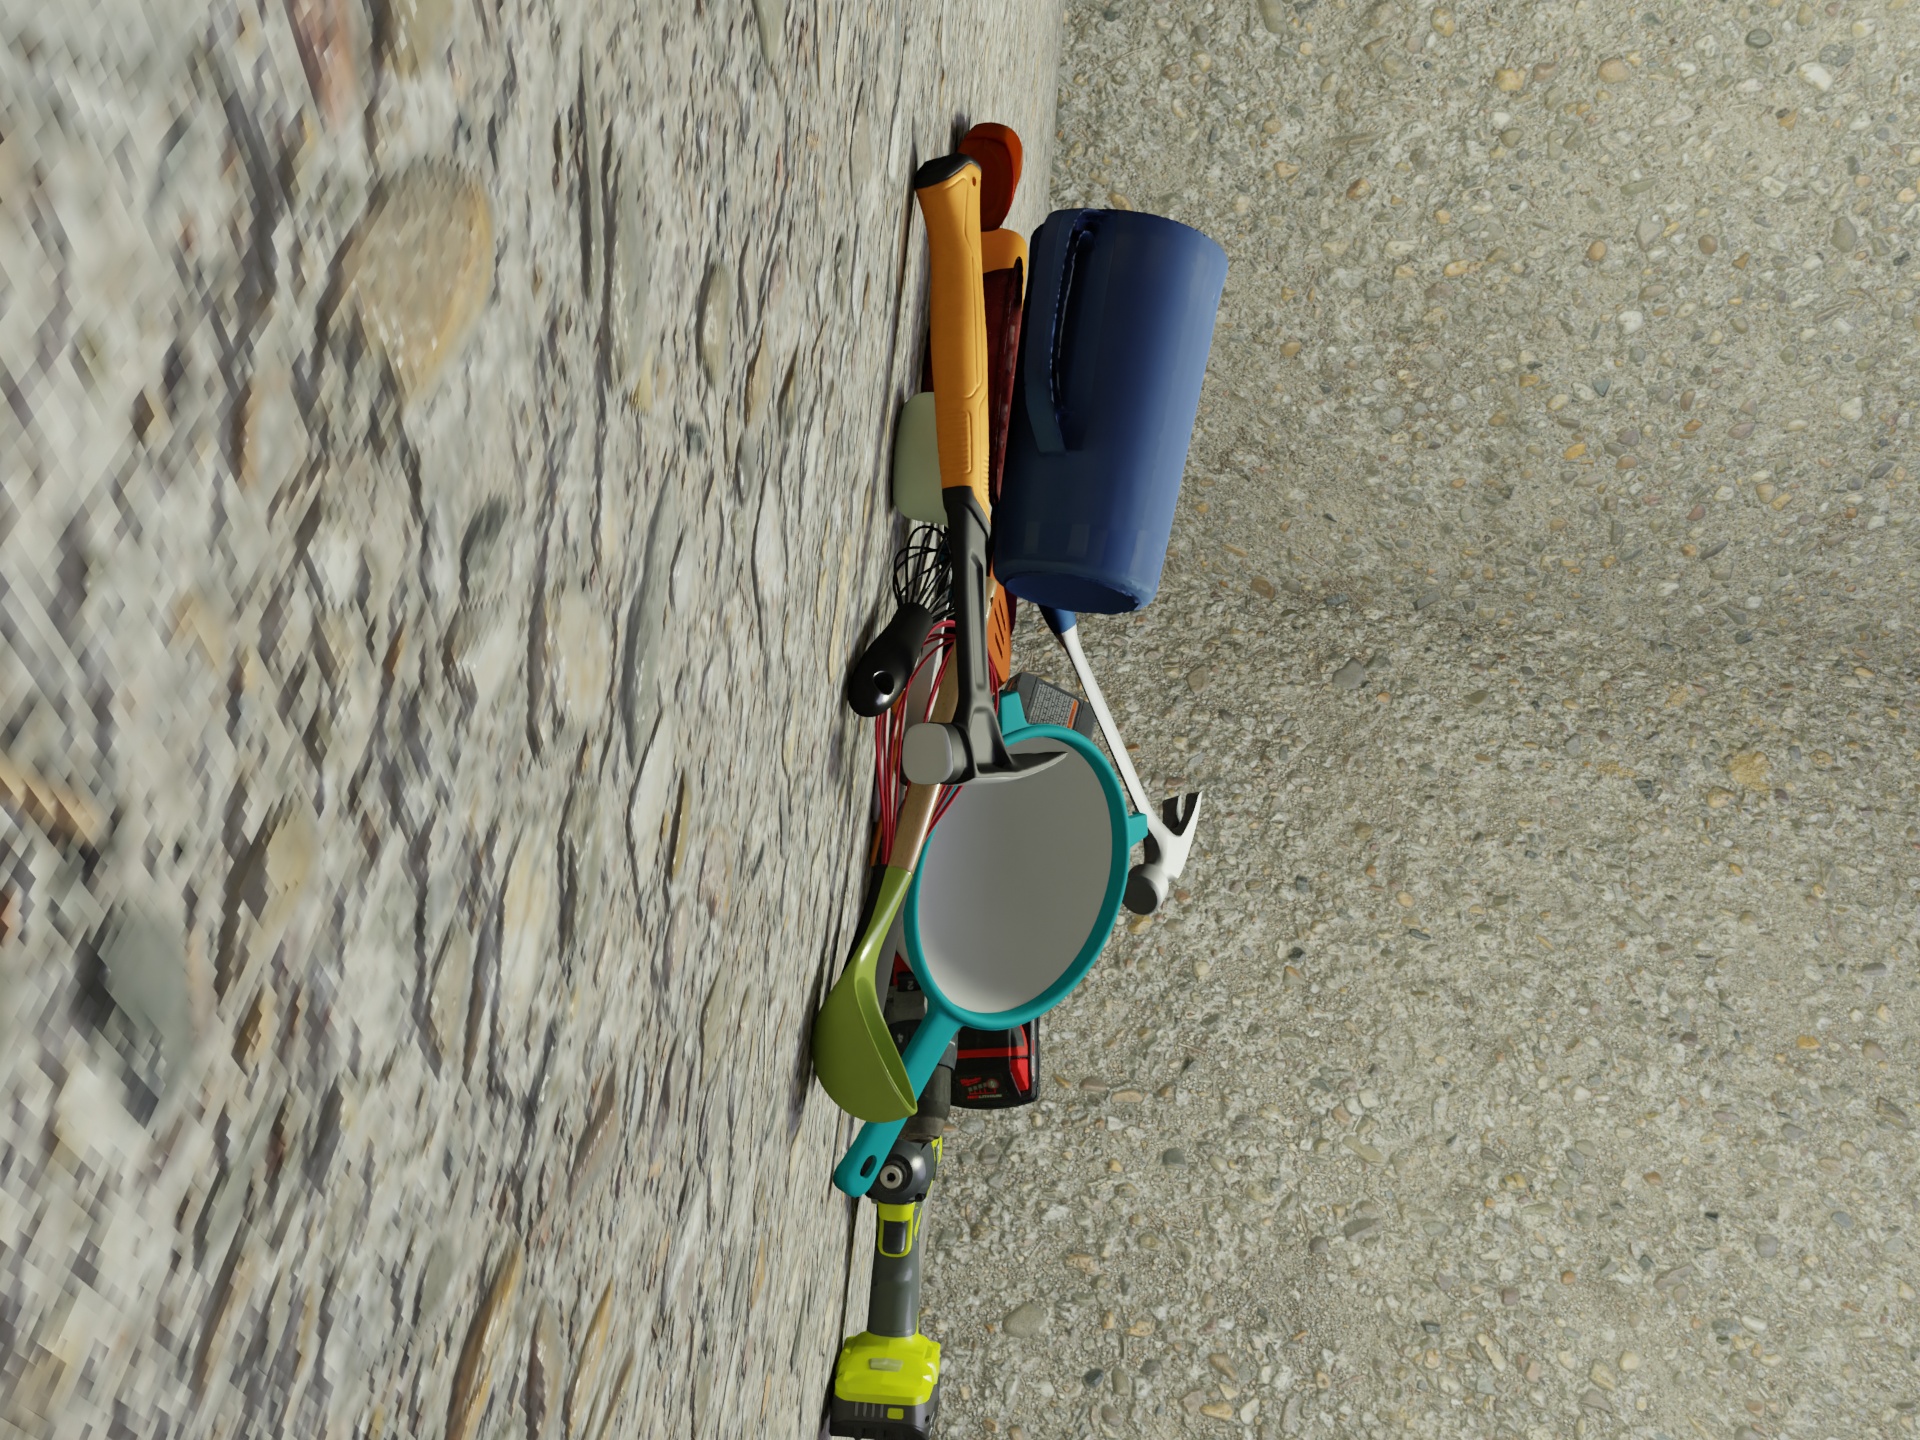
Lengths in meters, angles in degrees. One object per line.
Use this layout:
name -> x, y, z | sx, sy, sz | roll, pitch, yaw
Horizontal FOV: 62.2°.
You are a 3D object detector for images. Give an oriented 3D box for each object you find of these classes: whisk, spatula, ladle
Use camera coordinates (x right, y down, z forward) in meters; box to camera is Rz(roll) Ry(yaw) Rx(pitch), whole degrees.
whisk -> -0.035, 0.071, 0.927 | 0.073, 0.073, 0.296 | 90, 13, -64
spatula -> -0.002, -0.004, 1.236 | 0.322, 0.041, 0.081 | 116, -16, -55
whisk -> -0.028, -0.059, 0.901 | 0.239, 0.055, 0.055 | -68, 164, -63
ladle -> -0.015, 0.061, 0.875 | 0.078, 0.062, 0.320 | 65, 37, -61

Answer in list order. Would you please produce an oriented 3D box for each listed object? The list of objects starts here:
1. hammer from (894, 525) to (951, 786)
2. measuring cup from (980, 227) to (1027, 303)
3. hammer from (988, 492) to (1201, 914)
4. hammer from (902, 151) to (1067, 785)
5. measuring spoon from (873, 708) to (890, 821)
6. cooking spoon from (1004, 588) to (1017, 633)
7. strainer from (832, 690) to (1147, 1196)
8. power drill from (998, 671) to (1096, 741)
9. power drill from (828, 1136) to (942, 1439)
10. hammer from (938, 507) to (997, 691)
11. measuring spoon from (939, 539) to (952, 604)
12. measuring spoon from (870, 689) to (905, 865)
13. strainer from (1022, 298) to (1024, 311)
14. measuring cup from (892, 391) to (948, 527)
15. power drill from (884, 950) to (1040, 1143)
hammer -> -0.007, -0.141, 1.212 | 0.409, 0.036, 0.149 | -81, 175, -47
measuring cup -> 0.025, -0.324, 1.221 | 0.173, 0.052, 0.095 | -39, 135, -85
hammer -> 0.084, -0.061, 1.196 | 0.405, 0.035, 0.144 | 65, 31, -14
hammer -> 0.007, -0.134, 0.858 | 0.127, 0.034, 0.337 | 0, 87, -59
measuring spoon -> -0.041, 0.004, 1.009 | 0.034, 0.018, 0.124 | -43, 140, -86
cooking spoon -> 0.032, -0.134, 1.601 | 0.319, 0.017, 0.068 | -119, -148, -77
strainer -> -0.016, 0.153, 1.086 | 0.210, 0.095, 0.340 | 42, 72, -41
power drill -> 0.027, 0.066, 1.299 | 0.226, 0.084, 0.164 | -58, -171, 43
power drill -> -0.052, 0.418, 1.208 | 0.171, 0.080, 0.223 | 72, 21, -83
hammer -> 0.032, -0.152, 1.279 | 0.334, 0.035, 0.146 | 109, -9, -48
measuring spoon -> -0.014, -0.120, 1.359 | 0.128, 0.021, 0.042 | 112, -11, -64
measuring spoon -> -0.050, 0.036, 1.033 | 0.021, 0.011, 0.117 | 122, -22, -83
strainer -> 0.049, -0.248, 1.316 | 0.087, 0.050, 0.258 | -12, -86, 66
measuring cup -> -0.018, -0.148, 0.966 | 0.167, 0.038, 0.083 | 87, 10, -84
power drill -> -0.004, 0.244, 1.227 | 0.226, 0.080, 0.188 | 54, 33, -59
